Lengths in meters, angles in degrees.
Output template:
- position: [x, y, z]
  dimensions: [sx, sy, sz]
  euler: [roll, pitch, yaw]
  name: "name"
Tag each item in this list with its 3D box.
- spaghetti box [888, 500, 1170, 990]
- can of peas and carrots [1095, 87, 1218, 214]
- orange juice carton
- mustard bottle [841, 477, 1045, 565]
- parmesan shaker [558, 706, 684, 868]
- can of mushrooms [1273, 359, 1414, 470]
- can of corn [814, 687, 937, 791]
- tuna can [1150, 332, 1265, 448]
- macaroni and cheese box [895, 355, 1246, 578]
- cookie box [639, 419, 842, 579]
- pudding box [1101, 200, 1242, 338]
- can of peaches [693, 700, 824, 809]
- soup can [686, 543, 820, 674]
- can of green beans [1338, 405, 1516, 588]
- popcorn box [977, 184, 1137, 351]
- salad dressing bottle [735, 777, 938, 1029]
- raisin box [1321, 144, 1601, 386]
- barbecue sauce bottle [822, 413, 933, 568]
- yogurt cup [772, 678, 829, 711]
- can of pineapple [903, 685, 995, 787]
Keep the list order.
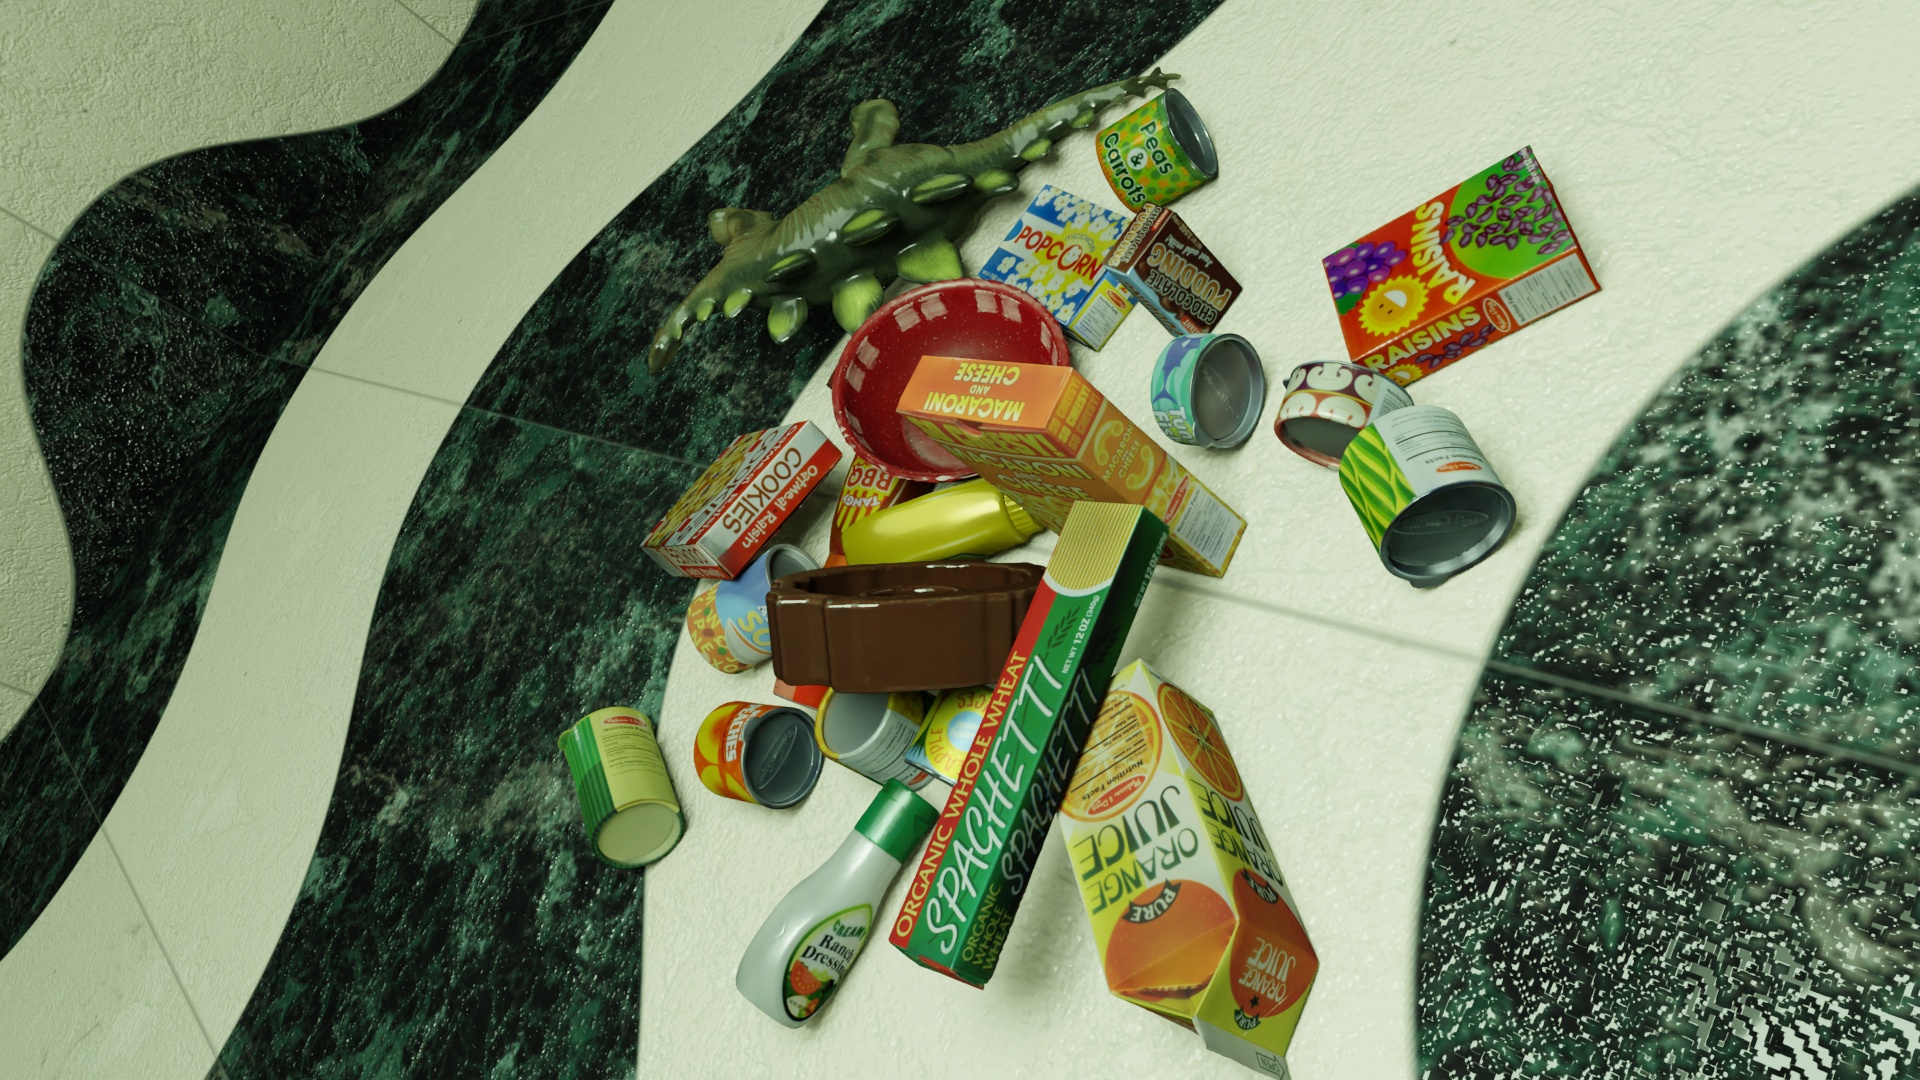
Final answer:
- position: [0.037, 0.094, 0.691]
  dimensions: [0.050, 0.028, 0.251]
  euler: [5, 65, 48]
  name: "spaghetti box"
- position: [0.132, -0.262, 0.942]
  dimensions: [0.058, 0.071, 0.071]
  euler: [-25, 47, 33]
  name: "can of peas and carrots"
- position: [0.104, 0.158, 0.656]
  dimensions: [0.073, 0.071, 0.193]
  euler: [-37, 41, 20]
  name: "orange juice carton"
- position: [0.003, -0.011, 0.891]
  dimensions: [0.160, 0.065, 0.049]
  euler: [-18, 82, 24]
  name: "mustard bottle"
- position: [-0.245, 0.177, 0.996]
  dimensions: [0.071, 0.071, 0.103]
  euler: [-47, 39, 9]
  name: "parmesan shaker"
- position: [0.198, -0.064, 0.729]
  dimensions: [0.071, 0.071, 0.033]
  euler: [6, 69, 48]
  name: "can of mushrooms"
- position: [-0.048, 0.113, 0.854]
  dimensions: [0.071, 0.058, 0.071]
  euler: [-26, 47, 30]
  name: "can of corn"
- position: [0.142, -0.085, 0.802]
  dimensions: [0.033, 0.071, 0.071]
  euler: [9, 69, 50]
  name: "tuna can"
- position: [0.062, -0.040, 0.770]
  dimensions: [0.124, 0.166, 0.040]
  euler: [13, 73, 49]
  name: "macaroni and cheese box"
- position: [-0.167, -0.028, 1.043]
  dimensions: [0.123, 0.040, 0.167]
  euler: [-51, 20, -18]
  name: "cookie box"
- position: [0.131, -0.163, 0.858]
  dimensions: [0.049, 0.083, 0.030]
  euler: [-53, 39, 1]
  name: "pudding box"
- position: [-0.135, 0.138, 0.914]
  dimensions: [0.058, 0.071, 0.071]
  euler: [-1, 62, 46]
  name: "can of peaches"
- position: [-0.143, 0.052, 0.991]
  dimensions: [0.083, 0.071, 0.072]
  euler: [-31, 44, 27]
  name: "soup can"
- position: [0.225, -0.023, 0.673]
  dimensions: [0.071, 0.071, 0.058]
  euler: [-36, 41, 21]
  name: "can of green beans"
- position: [0.078, -0.192, 0.970]
  dimensions: [0.085, 0.038, 0.127]
  euler: [-53, 39, 3]
  name: "popcorn box"
- position: [-0.069, 0.208, 0.807]
  dimensions: [0.044, 0.064, 0.148]
  euler: [24, 73, 43]
  name: "salad dressing bottle"
- position: [0.264, -0.143, 0.745]
  dimensions: [0.123, 0.040, 0.086]
  euler: [-27, 46, 28]
  name: "raisin box"
- position: [-0.062, -0.016, 0.976]
  dimensions: [0.065, 0.043, 0.149]
  euler: [7, 68, 40]
  name: "barbecue sauce bottle"
- position: [-0.089, 0.085, 0.915]
  dimensions: [0.072, 0.072, 0.054]
  euler: [12, 79, 49]
  name: "yogurt cup"
- position: [0.009, 0.114, 0.787]
  dimensions: [0.071, 0.071, 0.058]
  euler: [15, 74, 50]
  name: "can of pineapple"
